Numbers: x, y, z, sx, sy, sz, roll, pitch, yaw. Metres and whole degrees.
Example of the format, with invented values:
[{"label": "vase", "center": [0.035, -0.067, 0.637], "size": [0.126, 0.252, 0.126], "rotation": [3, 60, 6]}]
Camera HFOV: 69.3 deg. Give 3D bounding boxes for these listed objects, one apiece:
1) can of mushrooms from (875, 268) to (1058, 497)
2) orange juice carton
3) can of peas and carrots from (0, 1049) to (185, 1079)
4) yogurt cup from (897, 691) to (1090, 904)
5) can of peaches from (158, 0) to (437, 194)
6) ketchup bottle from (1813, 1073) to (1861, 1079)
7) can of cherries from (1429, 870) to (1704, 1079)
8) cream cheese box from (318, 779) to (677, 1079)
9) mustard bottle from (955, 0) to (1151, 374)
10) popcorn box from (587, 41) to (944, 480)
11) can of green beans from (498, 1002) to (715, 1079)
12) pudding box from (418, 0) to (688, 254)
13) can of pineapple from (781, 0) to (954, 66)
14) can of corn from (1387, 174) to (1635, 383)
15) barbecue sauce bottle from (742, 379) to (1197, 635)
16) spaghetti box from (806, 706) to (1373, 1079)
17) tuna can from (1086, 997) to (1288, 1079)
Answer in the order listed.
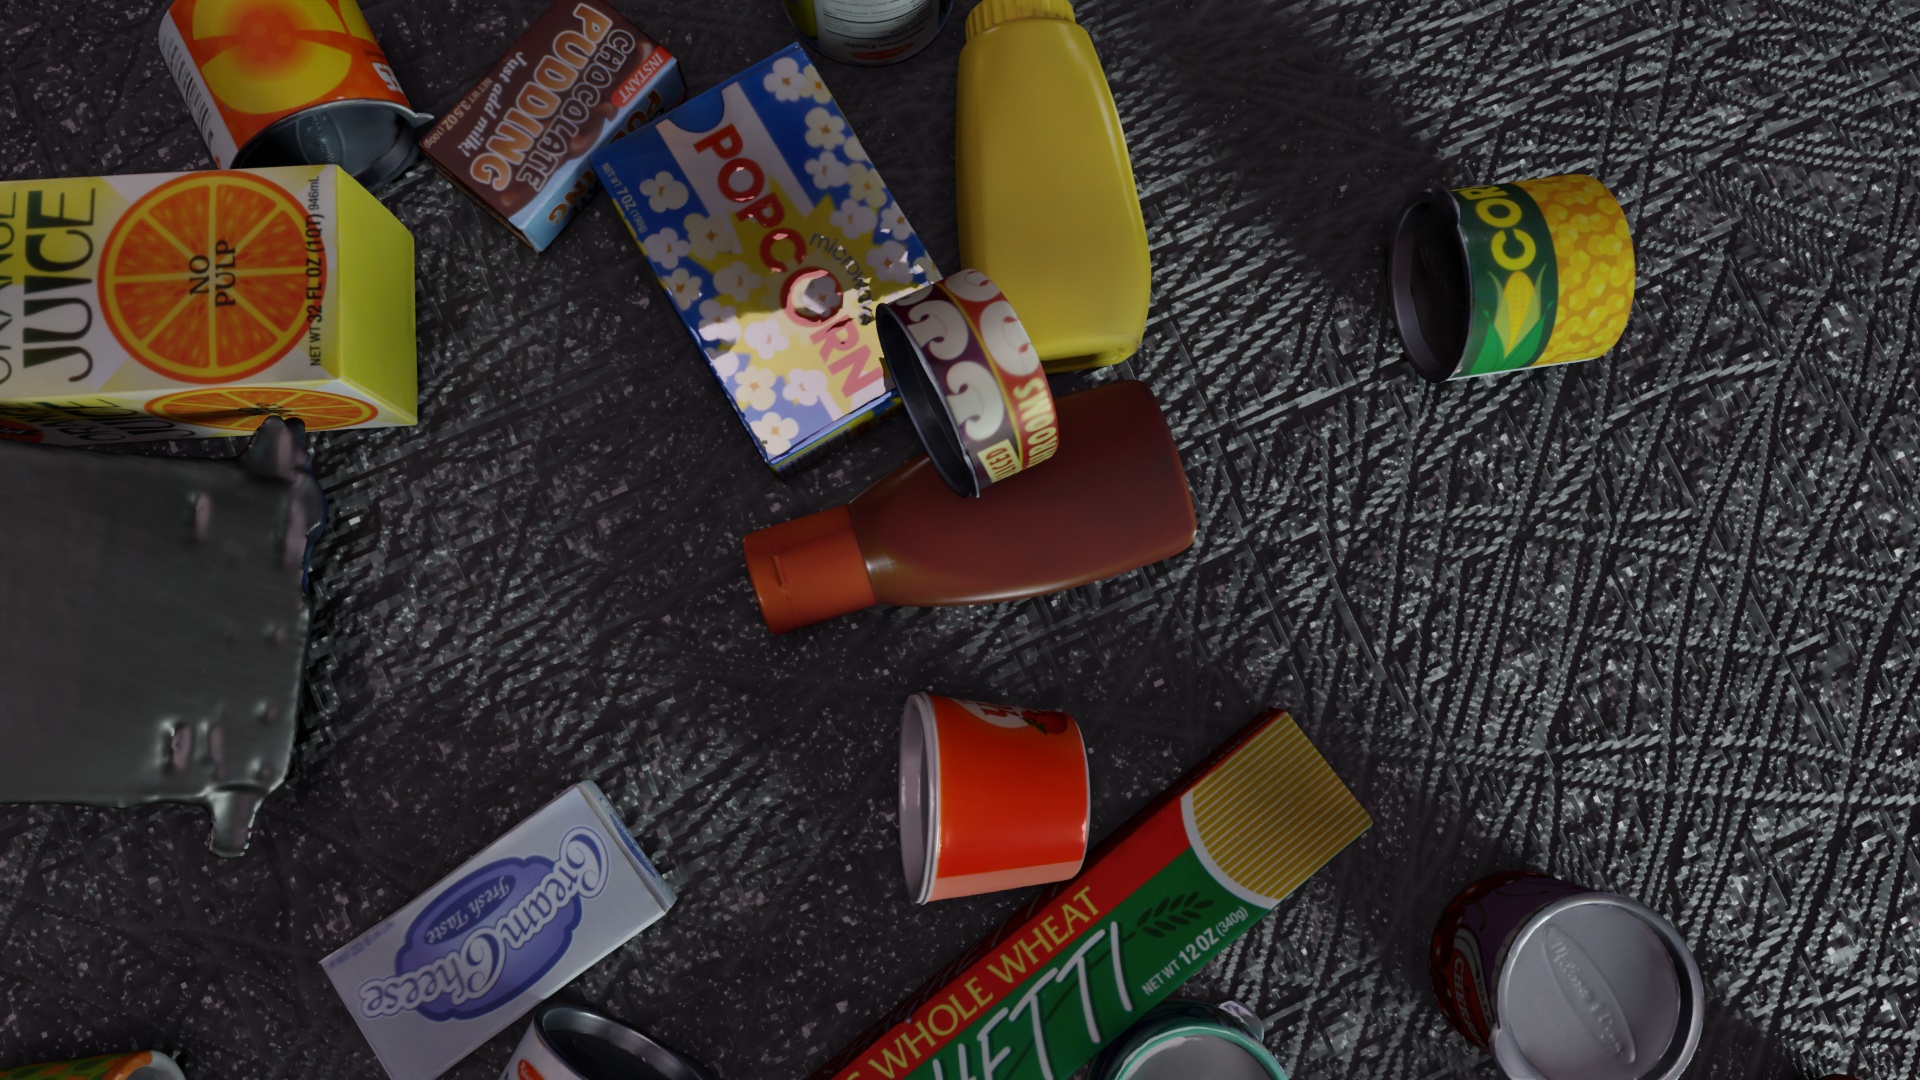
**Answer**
[{"label": "can of mushrooms", "center": [0.003, -0.048, 0.434], "size": [0.033, 0.071, 0.071], "rotation": [-25, 85, -10]}, {"label": "orange juice carton", "center": [-0.287, -0.073, 0.458], "size": [0.193, 0.073, 0.072], "rotation": [-4, 83, -2]}, {"label": "can of peas and carrots", "center": [-0.280, 0.196, 0.426], "size": [0.059, 0.071, 0.071], "rotation": [-6, 83, -4]}, {"label": "yogurt cup", "center": [0.010, 0.084, 0.456], "size": [0.054, 0.072, 0.072], "rotation": [1, 83, -10]}, {"label": "can of peaches", "center": [-0.226, -0.155, 0.475], "size": [0.071, 0.071, 0.058], "rotation": [-29, 85, -5]}, {"label": "ketchup bottle", "center": [0.250, 0.239, 0.456], "size": [0.149, 0.043, 0.065], "rotation": [-27, 84, -5]}, {"label": "can of cherries", "center": [0.195, 0.146, 0.458], "size": [0.071, 0.058, 0.071], "rotation": [0, 84, -3]}, {"label": "cream cheese box", "center": [-0.153, 0.131, 0.462], "size": [0.104, 0.024, 0.053], "rotation": [-35, 86, -6]}, {"label": "mustard bottle", "center": [0.028, -0.140, 0.492], "size": [0.065, 0.048, 0.160], "rotation": [-6, 82, -4]}, {"label": "popcorn box", "center": [-0.060, -0.096, 0.488], "size": [0.085, 0.038, 0.127], "rotation": [-31, 85, -5]}, {"label": "can of green beans", "center": [-0.118, 0.189, 0.435], "size": [0.071, 0.071, 0.058], "rotation": [29, 84, 1]}, {"label": "pudding box", "center": [-0.143, -0.150, 0.495], "size": [0.049, 0.030, 0.084], "rotation": [41, 83, 2]}, {"label": "can of pineapple", "center": [-0.034, -0.214, 0.494], "size": [0.071, 0.058, 0.071], "rotation": [0, 83, -2]}, {"label": "can of corn", "center": [0.190, -0.093, 0.482], "size": [0.058, 0.071, 0.071], "rotation": [-8, 84, -4]}, {"label": "barbecue sauce bottle", "center": [0.002, -0.006, 0.477], "size": [0.149, 0.043, 0.065], "rotation": [-17, 81, -4]}, {"label": "spaghetti box", "center": [0.027, 0.152, 0.465], "size": [0.250, 0.028, 0.050], "rotation": [-37, 85, -7]}, {"label": "tuna can", "center": [0.078, 0.187, 0.461], "size": [0.071, 0.033, 0.071], "rotation": [0, 83, -2]}]
